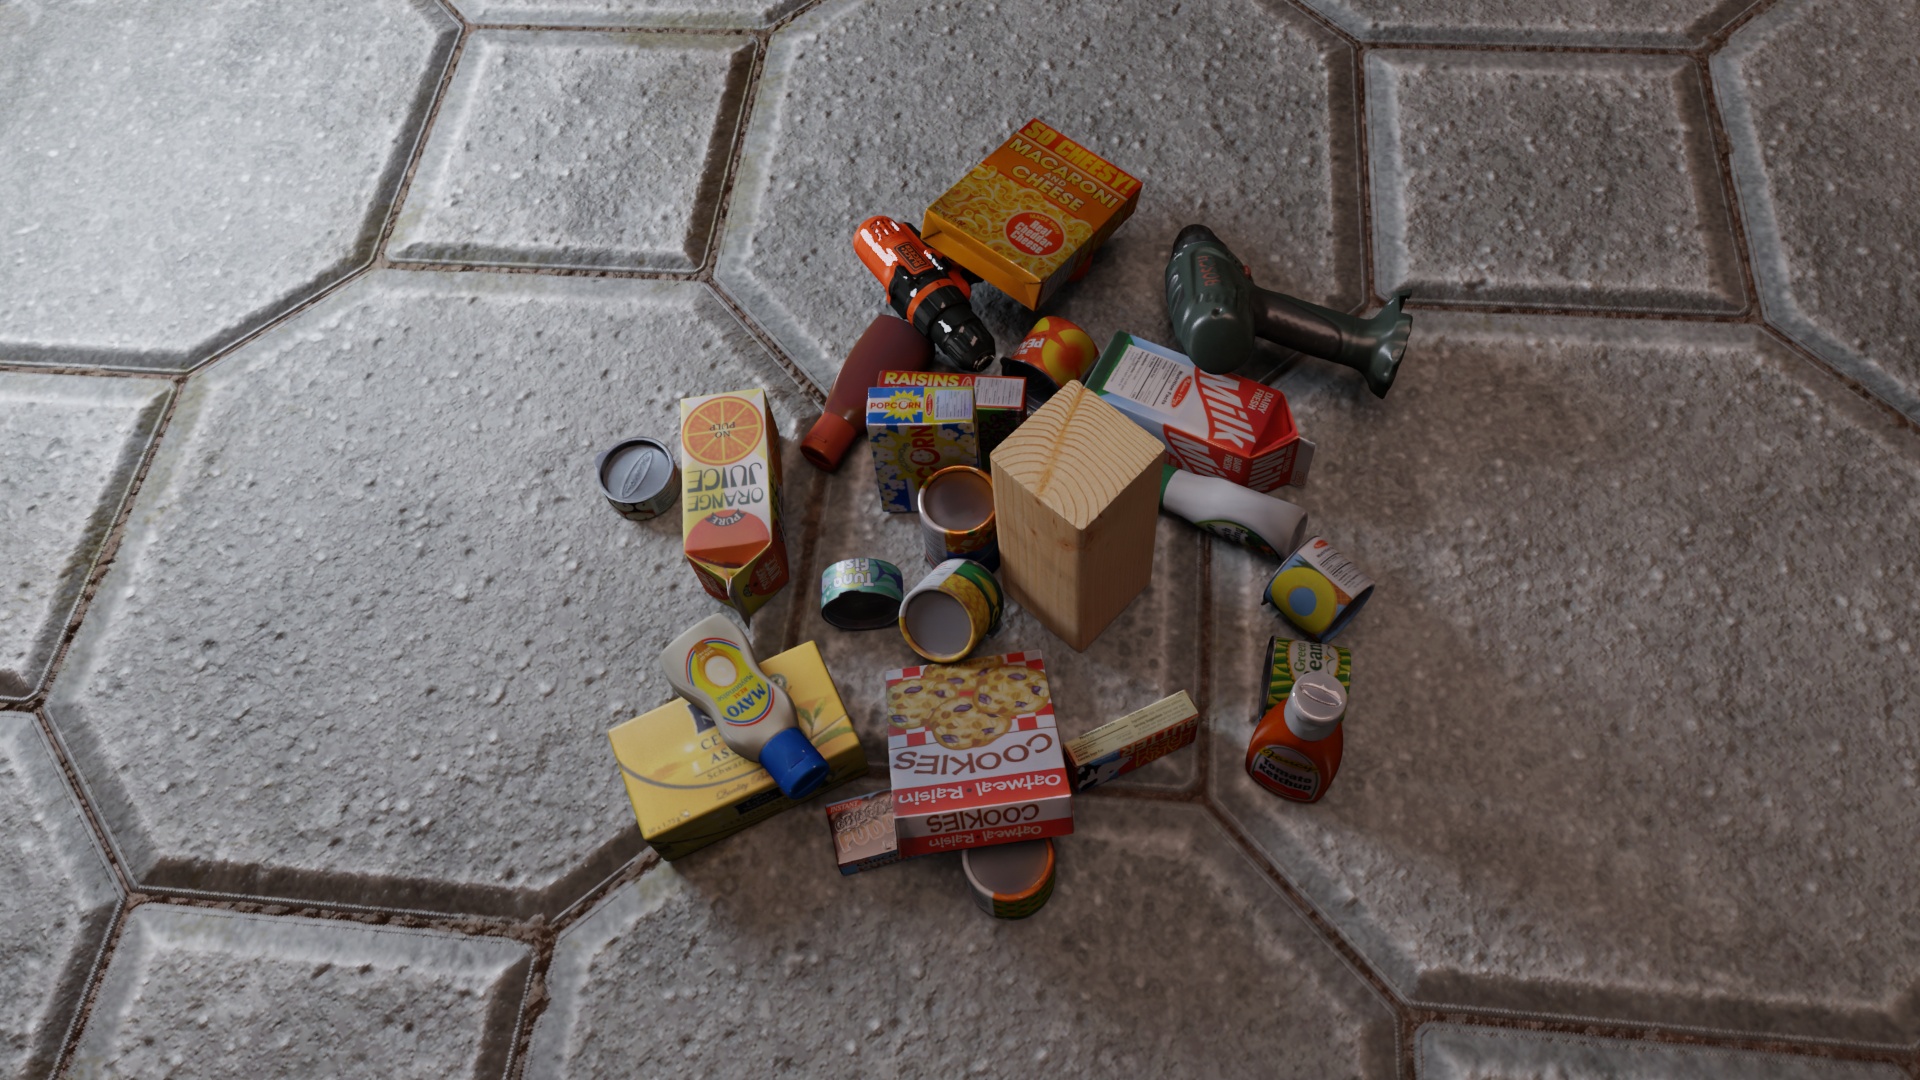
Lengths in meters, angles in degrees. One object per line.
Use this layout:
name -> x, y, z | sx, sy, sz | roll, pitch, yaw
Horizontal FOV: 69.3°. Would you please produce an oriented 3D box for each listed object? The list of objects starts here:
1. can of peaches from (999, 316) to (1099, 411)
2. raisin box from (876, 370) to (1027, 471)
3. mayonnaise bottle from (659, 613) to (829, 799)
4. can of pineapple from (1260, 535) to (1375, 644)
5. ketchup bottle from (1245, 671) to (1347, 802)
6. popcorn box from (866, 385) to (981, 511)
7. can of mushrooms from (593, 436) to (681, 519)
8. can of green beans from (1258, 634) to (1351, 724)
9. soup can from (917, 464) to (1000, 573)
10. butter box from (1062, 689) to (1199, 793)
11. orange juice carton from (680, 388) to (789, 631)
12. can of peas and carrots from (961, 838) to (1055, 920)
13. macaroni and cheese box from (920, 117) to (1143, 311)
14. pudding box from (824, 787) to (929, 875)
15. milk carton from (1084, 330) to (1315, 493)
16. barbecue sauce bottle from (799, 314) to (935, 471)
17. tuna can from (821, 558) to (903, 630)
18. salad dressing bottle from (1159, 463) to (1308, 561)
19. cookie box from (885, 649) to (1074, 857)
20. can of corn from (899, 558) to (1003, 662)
can of peaches -> 0.077, -0.152, 1.197 | 0.071, 0.071, 0.058 | 30, 67, 19
raisin box -> -0.006, -0.098, 1.163 | 0.123, 0.085, 0.040 | 4, 56, 6
mayonnaise bottle -> -0.152, 0.121, 1.000 | 0.065, 0.041, 0.148 | -37, 64, -18
can of pineapple -> 0.278, 0.040, 1.080 | 0.071, 0.070, 0.058 | -40, 66, -16
ketchup bottle -> 0.241, 0.138, 0.980 | 0.065, 0.148, 0.044 | 23, 64, 16
popcorn box -> -0.027, -0.072, 1.128 | 0.085, 0.126, 0.038 | 0, 57, 4
can of mushrooms -> -0.277, -0.054, 1.189 | 0.071, 0.033, 0.071 | -2, 62, 3
can of green beans -> 0.258, 0.108, 1.042 | 0.058, 0.071, 0.071 | 8, 62, 8
soup can -> 0.004, -0.014, 1.118 | 0.071, 0.083, 0.071 | -2, 61, 3
butter box -> 0.128, 0.150, 1.036 | 0.104, 0.053, 0.024 | -23, 59, -9
orange juice carton -> -0.186, -0.025, 1.144 | 0.073, 0.071, 0.193 | -8, 61, 1
can of peas and carrots -> 0.037, 0.231, 0.994 | 0.071, 0.058, 0.071 | -2, 62, 3
macaroni and cheese box -> 0.064, -0.288, 1.215 | 0.124, 0.040, 0.167 | 35, 57, 12
pudding box -> -0.054, 0.211, 1.028 | 0.084, 0.030, 0.050 | -13, 60, -4
milk carton -> 0.201, -0.097, 1.156 | 0.191, 0.072, 0.074 | 23, 66, 17
barbecue sauce bottle -> -0.084, -0.127, 1.210 | 0.065, 0.043, 0.149 | 27, 67, 15
tuna can -> -0.079, 0.042, 1.100 | 0.071, 0.070, 0.033 | -5, 60, 1
salad dressing bottle -> 0.205, -0.029, 1.128 | 0.148, 0.064, 0.044 | 22, 82, 24
cookie box -> 0.010, 0.152, 1.010 | 0.123, 0.040, 0.168 | -8, 32, 0
can of corn -> -0.005, 0.056, 1.078 | 0.071, 0.070, 0.058 | 21, 26, 15
